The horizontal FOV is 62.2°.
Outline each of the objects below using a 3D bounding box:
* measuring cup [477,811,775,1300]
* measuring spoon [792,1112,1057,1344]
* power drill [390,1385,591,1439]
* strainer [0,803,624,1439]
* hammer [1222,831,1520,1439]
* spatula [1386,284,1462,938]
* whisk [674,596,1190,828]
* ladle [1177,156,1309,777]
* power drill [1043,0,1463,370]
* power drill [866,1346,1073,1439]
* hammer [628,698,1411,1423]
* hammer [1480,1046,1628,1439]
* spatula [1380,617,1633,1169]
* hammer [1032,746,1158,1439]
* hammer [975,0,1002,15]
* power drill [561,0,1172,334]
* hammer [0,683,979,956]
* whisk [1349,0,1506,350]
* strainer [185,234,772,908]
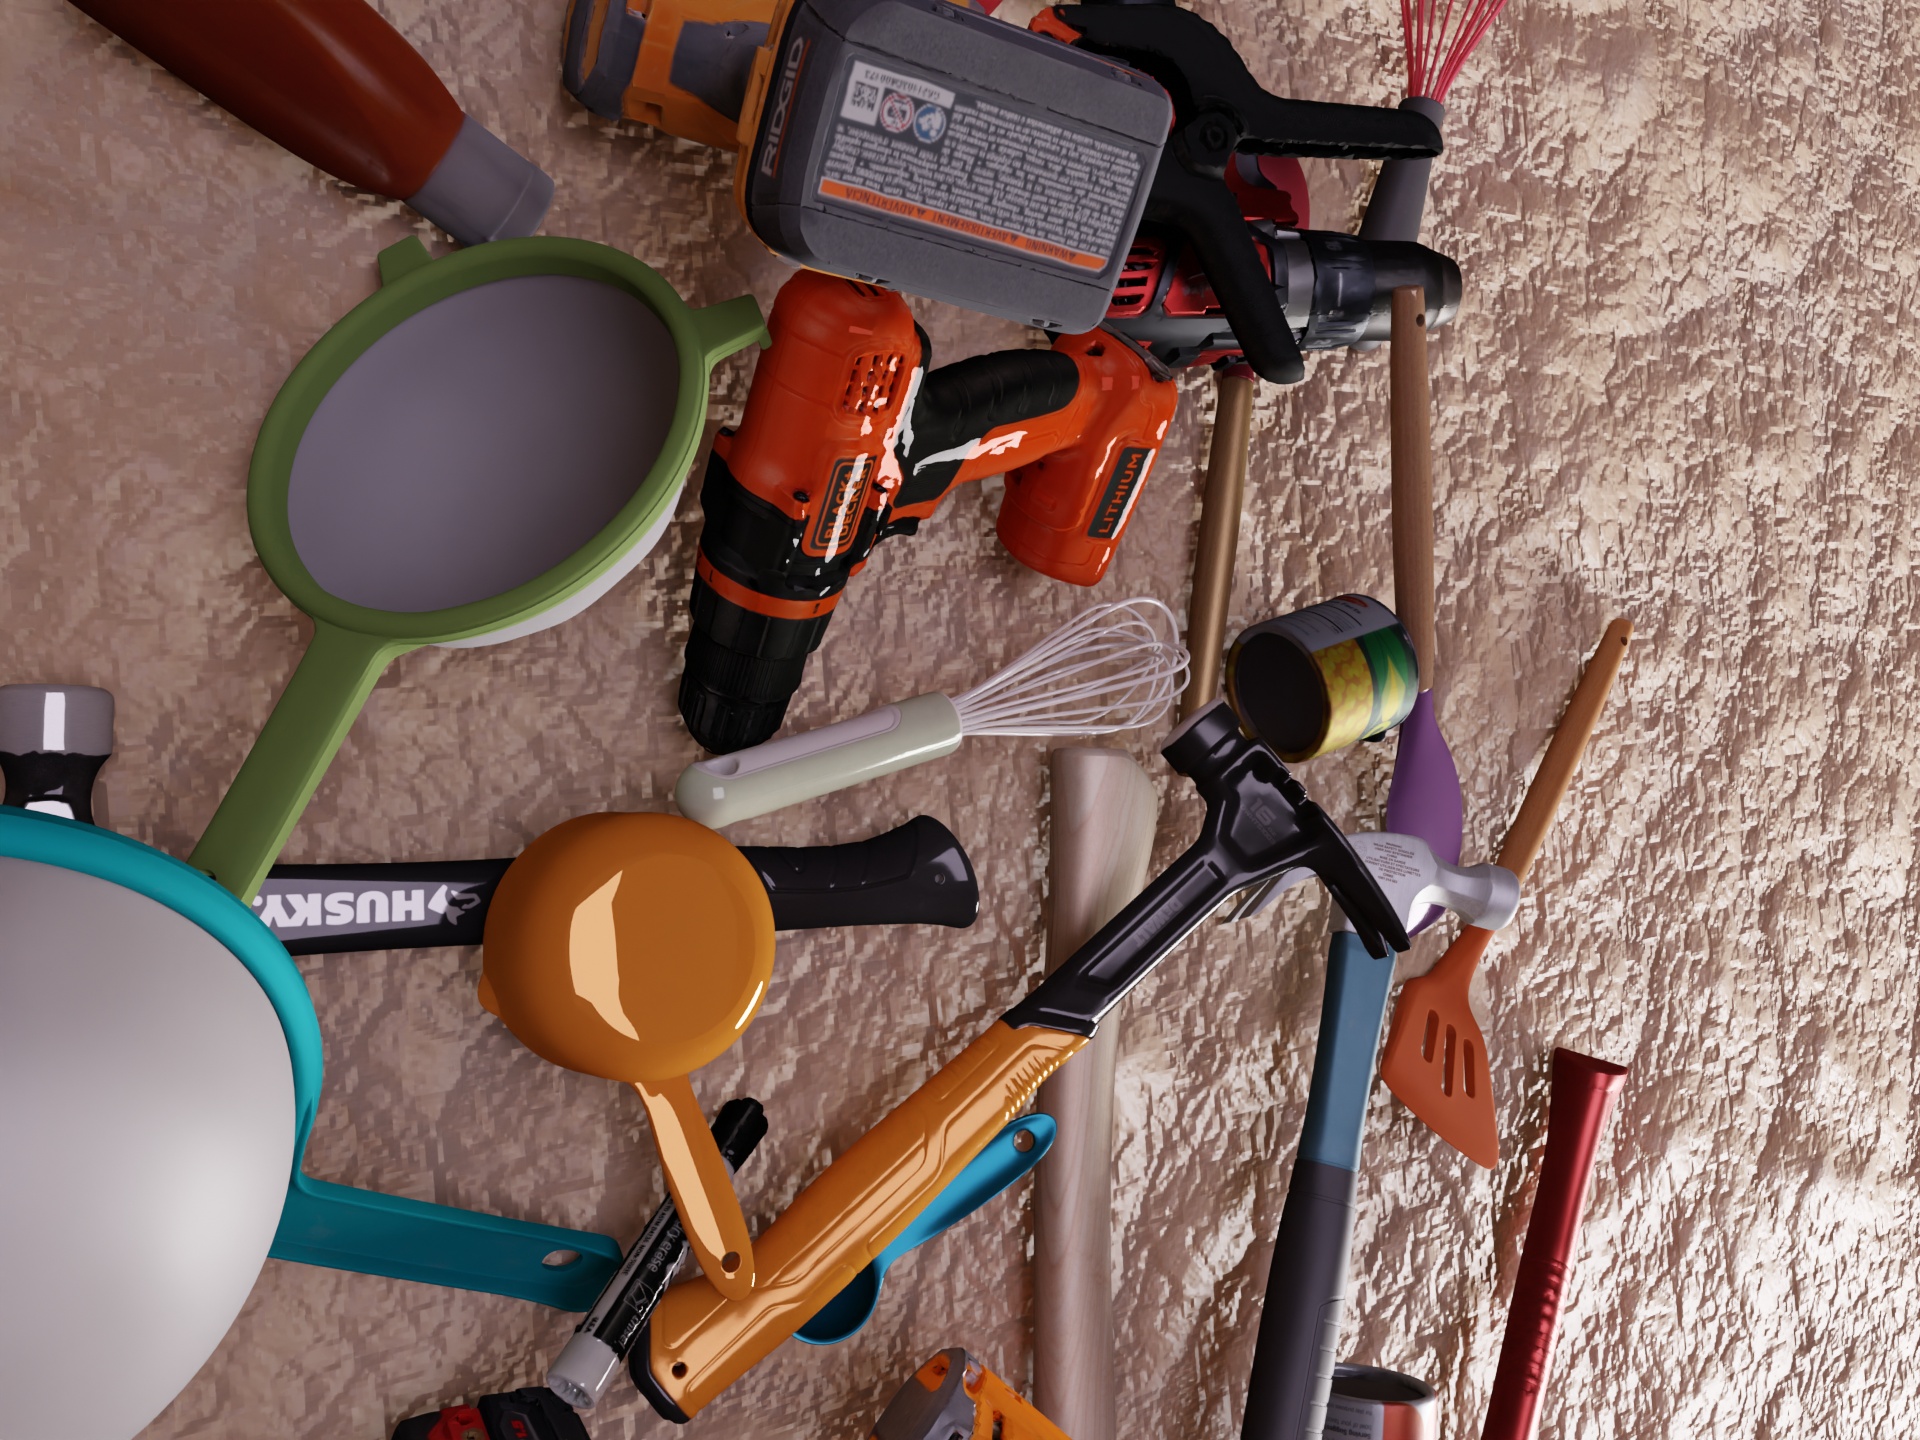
[{"bbox_3d":[-0.090,0.112,0.516,0.095,0.052,0.173,-21,95,-32],"label":"measuring cup"},{"bbox_3d":[-0.017,0.189,0.607,0.128,0.021,0.042,-30,85,-20],"label":"measuring spoon"},{"bbox_3d":[-0.202,0.255,0.424,0.219,0.143,0.078,9,102,-33],"label":"power drill"},{"bbox_3d":[-0.212,0.151,0.413,0.340,0.095,0.211,30,103,-43],"label":"strainer"},{"bbox_3d":[0.157,0.206,0.685,0.128,0.033,0.331,16,73,-8],"label":"hammer"},{"bbox_3d":[0.211,-0.040,0.732,0.060,0.018,0.315,-25,118,-32],"label":"spatula"},{"bbox_3d":[-0.001,-0.002,0.611,0.246,0.058,0.059,-17,120,-37],"label":"whisk"},{"bbox_3d":[0.122,-0.130,0.727,0.069,0.031,0.315,11,83,-25],"label":"ladle"},{"bbox_3d":[0.123,-0.265,0.685,0.188,0.080,0.227,-4,91,-15],"label":"power drill"},{"bbox_3d":[-0.009,0.359,0.542,0.164,0.084,0.226,40,72,-1],"label":"power drill"},{"bbox_3d":[0.021,0.137,0.598,0.337,0.034,0.127,-39,86,-19],"label":"hammer"},{"bbox_3d":[0.263,0.326,0.756,0.149,0.037,0.359,73,36,-55],"label":"hammer"},{"bbox_3d":[0.291,0.069,0.810,0.081,0.041,0.323,40,66,-15],"label":"spatula"},{"bbox_3d":[0.038,0.216,0.643,0.146,0.038,0.411,5,83,-31],"label":"hammer"},{"bbox_3d":[-0.139,-0.330,0.568,0.386,0.038,0.143,-2,86,-32],"label":"hammer"},{"bbox_3d":[-0.019,-0.199,0.536,0.185,0.226,0.084,5,115,-32],"label":"power drill"},{"bbox_3d":[-0.138,0.066,0.542,0.334,0.035,0.146,1,85,-33],"label":"hammer"},{"bbox_3d":[0.235,-0.324,0.797,0.073,0.073,0.296,19,83,-30],"label":"whisk"},{"bbox_3d":[-0.161,-0.031,0.492,0.069,0.151,0.256,62,47,-61],"label":"strainer"}]
